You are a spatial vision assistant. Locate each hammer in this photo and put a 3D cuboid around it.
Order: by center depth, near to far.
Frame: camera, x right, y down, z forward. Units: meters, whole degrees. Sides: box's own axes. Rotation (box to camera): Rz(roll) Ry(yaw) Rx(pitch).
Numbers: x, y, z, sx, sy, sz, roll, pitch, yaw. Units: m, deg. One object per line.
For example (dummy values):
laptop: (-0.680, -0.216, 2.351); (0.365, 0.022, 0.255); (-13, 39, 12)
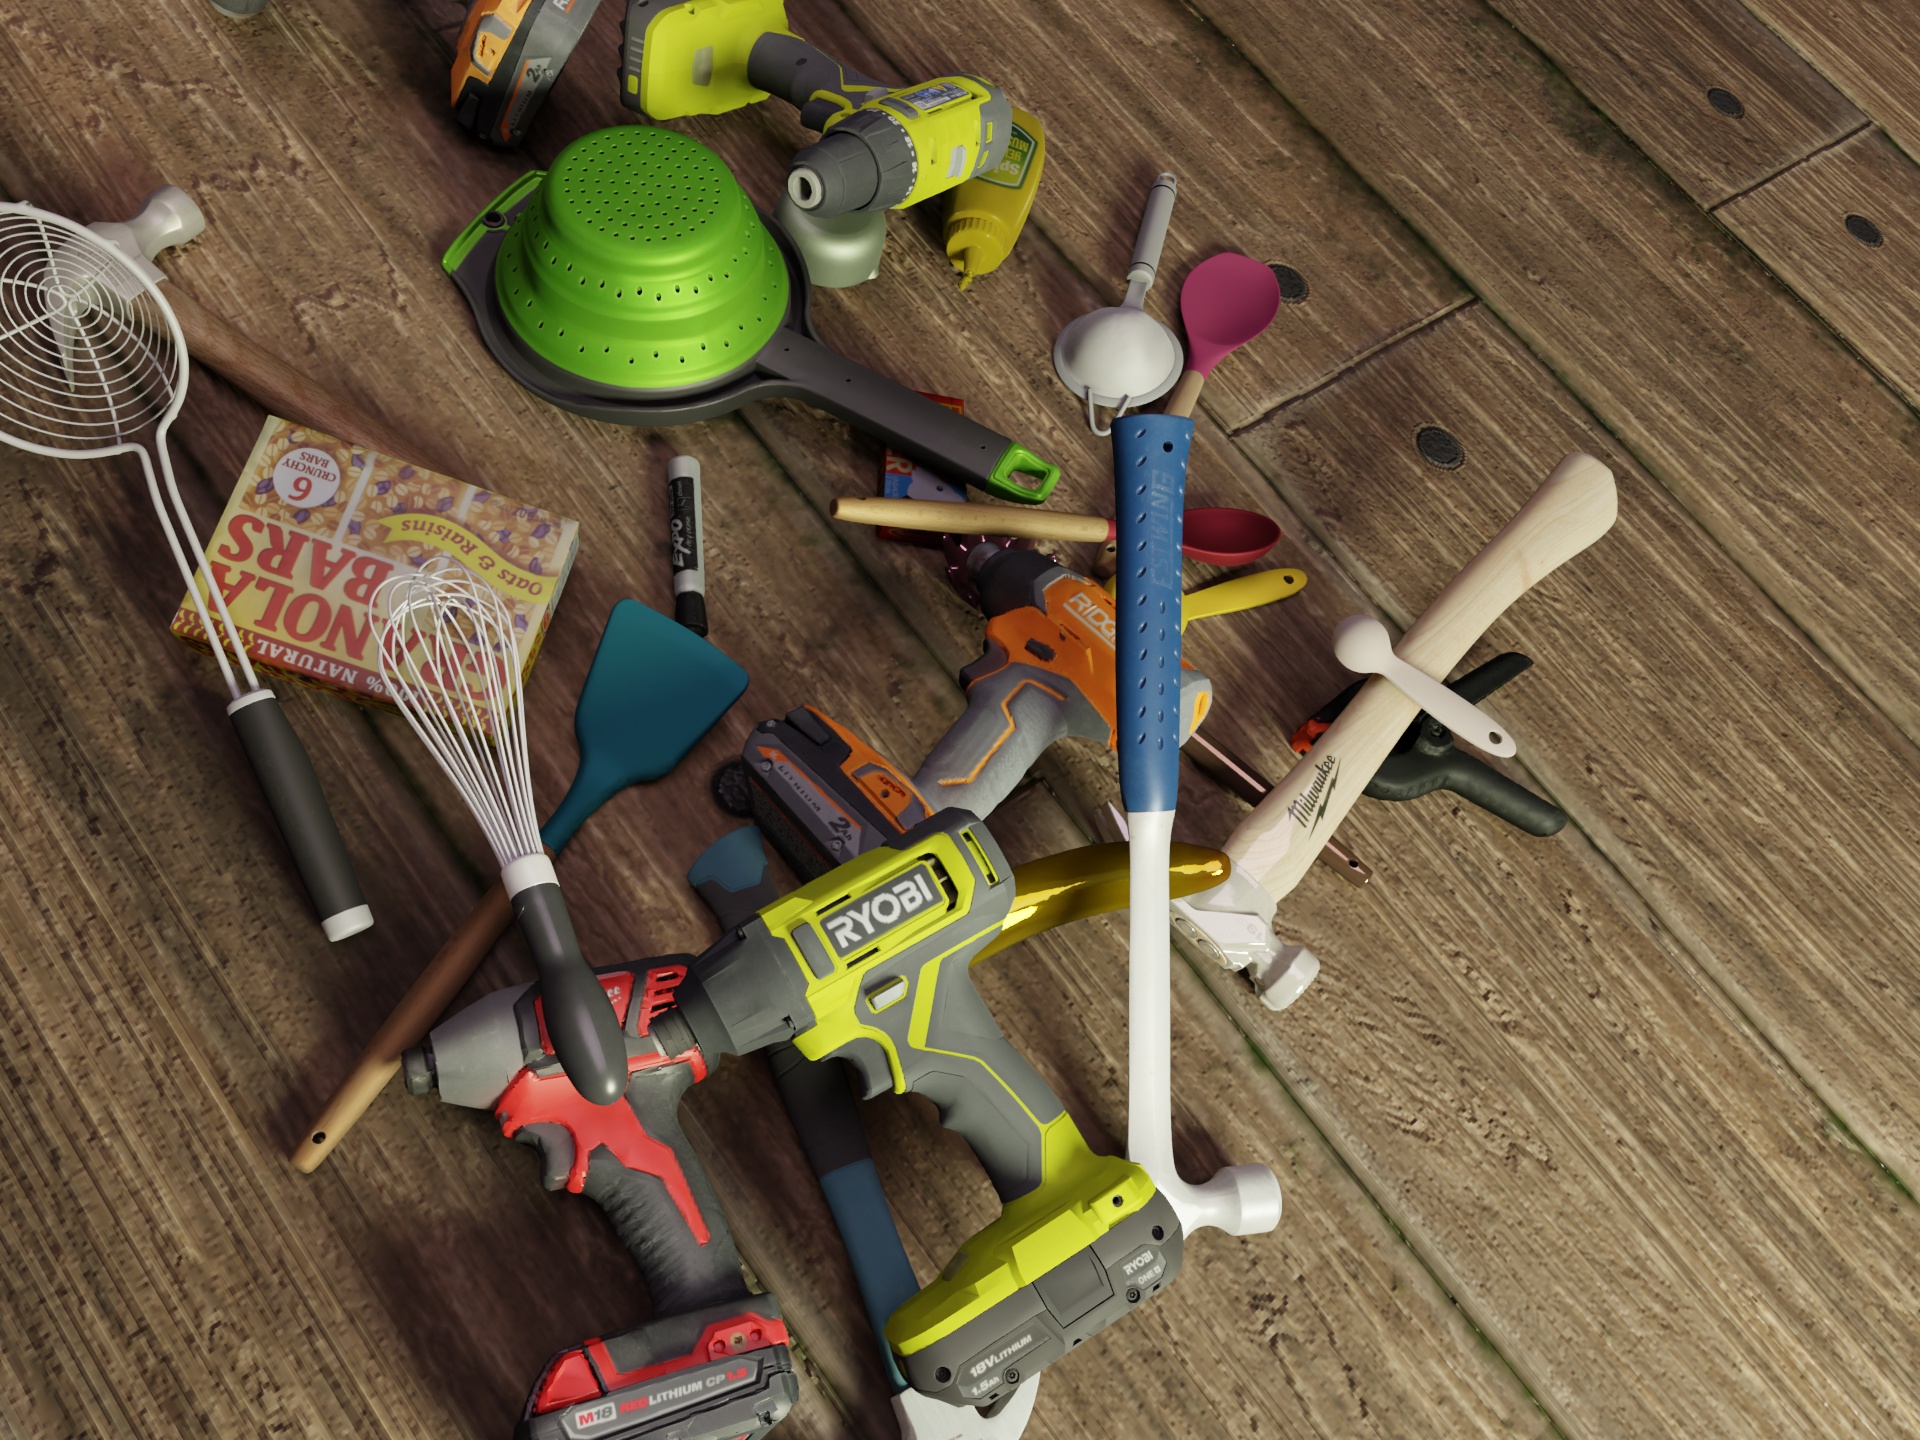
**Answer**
hammer: (-0.061, 0.202, 0.761); (0.128, 0.033, 0.331); (-15, 67, -23)
hammer: (0.088, 0.055, 0.780); (0.144, 0.035, 0.405); (0, 91, -18)
hammer: (-0.359, -0.170, 0.878); (0.331, 0.031, 0.130); (34, 58, 3)
hammer: (0.253, -0.028, 0.934); (0.146, 0.038, 0.411); (43, 69, 5)

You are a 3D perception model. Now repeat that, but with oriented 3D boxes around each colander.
colander: (-0.116, -0.244, 0.935); (0.397, 0.094, 0.205); (27, 60, 5)

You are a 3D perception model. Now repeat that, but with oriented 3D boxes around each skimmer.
skimmer: (-0.373, -0.061, 0.736); (0.127, 0.090, 0.363); (-25, 87, 15)

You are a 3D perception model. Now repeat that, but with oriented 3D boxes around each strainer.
strainer: (0.121, -0.301, 1.093); (0.087, 0.050, 0.259); (12, 55, 7)

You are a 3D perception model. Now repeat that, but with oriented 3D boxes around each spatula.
spatula: (-0.220, 0.078, 0.776); (0.082, 0.044, 0.318); (33, 59, -2)

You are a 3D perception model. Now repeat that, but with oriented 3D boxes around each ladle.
ladle: (0.063, -0.113, 0.926); (0.315, 0.031, 0.069); (-1, 27, -35)

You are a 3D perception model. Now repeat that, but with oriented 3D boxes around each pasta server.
pasta server: (0.115, -0.009, 0.929); (0.316, 0.040, 0.060); (40, 70, 6)

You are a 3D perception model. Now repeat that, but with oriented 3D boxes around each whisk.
whisk: (-0.209, 0.046, 0.732); (0.070, 0.070, 0.285); (-16, 67, -24)

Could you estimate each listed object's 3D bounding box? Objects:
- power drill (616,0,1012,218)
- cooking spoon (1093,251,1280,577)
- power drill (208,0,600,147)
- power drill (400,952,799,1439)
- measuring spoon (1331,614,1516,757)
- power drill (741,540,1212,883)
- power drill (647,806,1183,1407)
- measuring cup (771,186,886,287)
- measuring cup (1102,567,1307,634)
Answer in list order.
power drill: (-0.105, -0.391, 1.006); (0.229, 0.080, 0.190); (32, 43, 18)
cooking spoon: (0.147, -0.212, 1.062); (0.069, 0.017, 0.319); (22, 57, 7)
power drill: (-0.355, -0.453, 0.978); (0.226, 0.185, 0.084); (30, 56, -22)
power drill: (-0.160, 0.215, 0.701); (0.143, 0.078, 0.220); (-8, 61, -22)
measuring spoon: (0.267, -0.020, 0.904); (0.124, 0.018, 0.034); (36, 68, 3)
power drill: (-0.001, -0.003, 0.843); (0.226, 0.084, 0.164); (-34, 61, -21)
power drill: (-0.018, 0.172, 0.698); (0.171, 0.080, 0.223); (-28, 82, -15)
measuring cup: (-0.064, -0.357, 1.066); (0.083, 0.038, 0.168); (32, 60, 2)
measuring cup: (0.155, -0.079, 0.983); (0.156, 0.029, 0.062); (-15, 67, -22)
